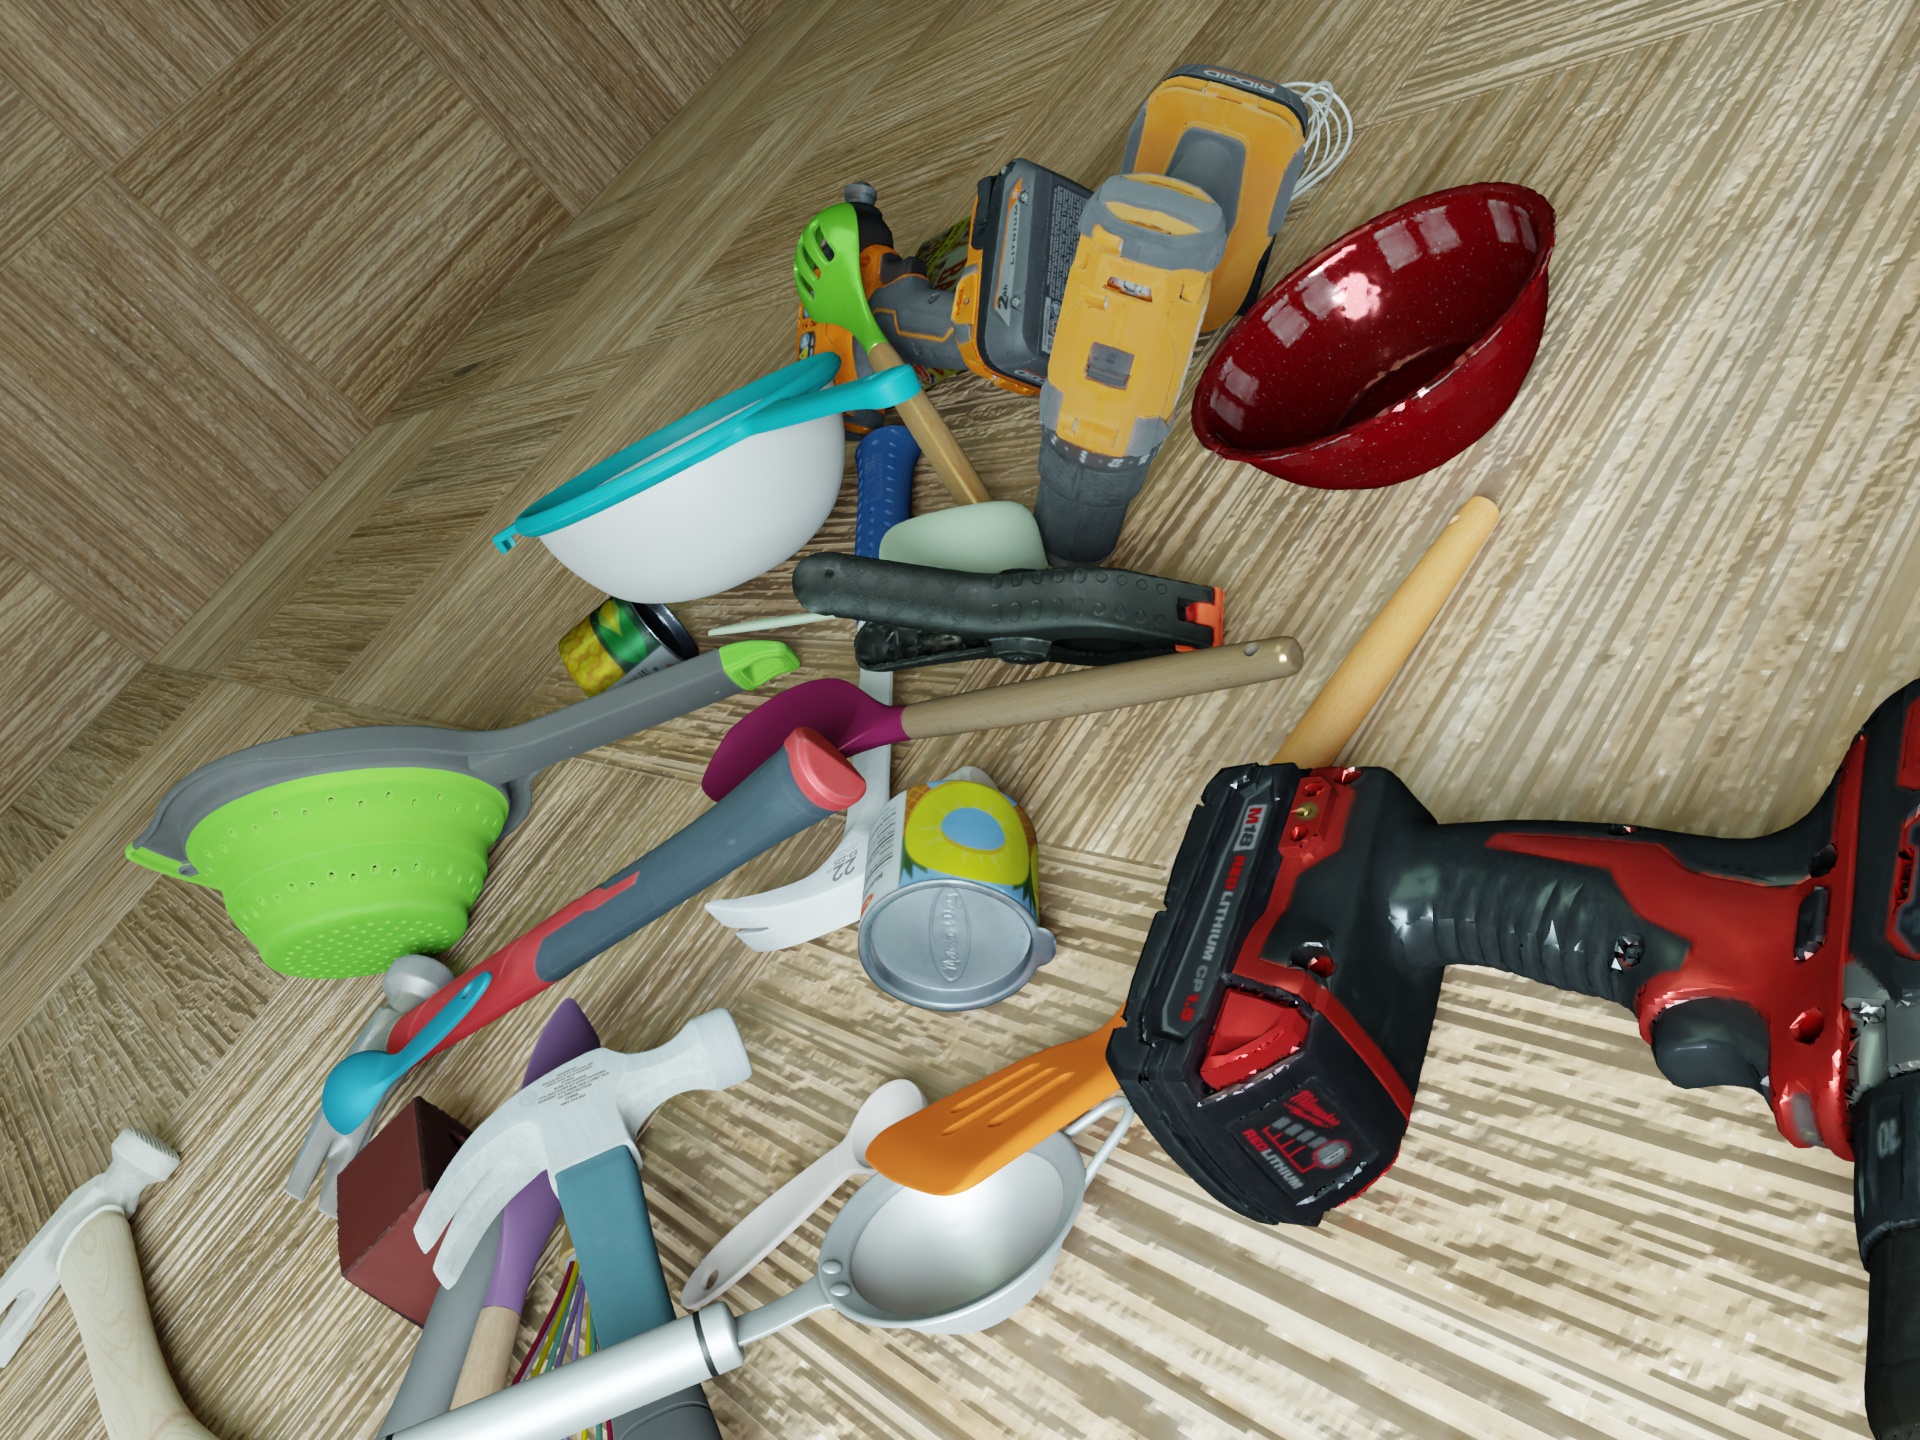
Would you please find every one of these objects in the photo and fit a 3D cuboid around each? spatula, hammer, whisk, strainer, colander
[{"bbox_3d":[-0.176,0.242,0.583,0.018,0.059,0.316,-5,47,11],"label":"spatula"},{"bbox_3d":[-0.420,0.326,0.789,0.411,0.038,0.146,8,58,55],"label":"hammer"},{"bbox_3d":[-0.206,0.269,0.585,0.055,0.055,0.239,-23,33,33],"label":"whisk"},{"bbox_3d":[-0.141,0.214,0.581,0.051,0.047,0.245,-50,21,21],"label":"whisk"},{"bbox_3d":[-0.047,-0.043,0.819,0.144,0.035,0.406,-31,31,20],"label":"hammer"},{"bbox_3d":[-0.088,0.215,0.481,0.128,0.033,0.331,-21,34,-12],"label":"hammer"},{"bbox_3d":[0.135,-0.261,0.880,0.246,0.059,0.057,-52,-7,-9],"label":"whisk"},{"bbox_3d":[0.090,0.034,0.535,0.323,0.041,0.081,-51,13,-18],"label":"spatula"},{"bbox_3d":[-0.062,0.178,0.465,0.258,0.050,0.087,-19,17,-9],"label":"strainer"},{"bbox_3d":[-0.108,-0.127,0.879,0.211,0.095,0.340,-38,21,-29],"label":"strainer"},{"bbox_3d":[-0.185,0.113,0.728,0.386,0.038,0.143,-32,31,35],"label":"hammer"},{"bbox_3d":[-0.268,0.060,0.895,0.397,0.204,0.095,-20,68,9],"label":"colander"}]

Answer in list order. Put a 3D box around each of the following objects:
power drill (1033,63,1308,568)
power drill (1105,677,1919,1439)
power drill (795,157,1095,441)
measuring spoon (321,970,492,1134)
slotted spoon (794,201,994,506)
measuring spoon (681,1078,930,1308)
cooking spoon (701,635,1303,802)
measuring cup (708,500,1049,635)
[{"bbox_3d":[0.092,-0.191,0.753,0.226,0.084,0.185,-63,-11,-46],"label":"power drill"},{"bbox_3d":[0.150,0.080,0.370,0.227,0.080,0.188,-9,43,41],"label":"power drill"},{"bbox_3d":[-0.016,-0.263,0.960,0.226,0.084,0.164,0,84,47],"label":"power drill"},{"bbox_3d":[-0.260,0.148,0.735,0.128,0.021,0.042,-41,28,26],"label":"measuring spoon"},{"bbox_3d":[-0.035,-0.192,0.889,0.070,0.031,0.314,-58,46,34],"label":"slotted spoon"},{"bbox_3d":[-0.053,0.173,0.563,0.124,0.018,0.034,-43,31,15],"label":"measuring spoon"},{"bbox_3d":[-0.001,-0.002,0.651,0.319,0.017,0.069,-10,45,43],"label":"cooking spoon"},{"bbox_3d":[-0.043,-0.069,0.735,0.167,0.038,0.083,-9,2,15],"label":"measuring cup"}]
